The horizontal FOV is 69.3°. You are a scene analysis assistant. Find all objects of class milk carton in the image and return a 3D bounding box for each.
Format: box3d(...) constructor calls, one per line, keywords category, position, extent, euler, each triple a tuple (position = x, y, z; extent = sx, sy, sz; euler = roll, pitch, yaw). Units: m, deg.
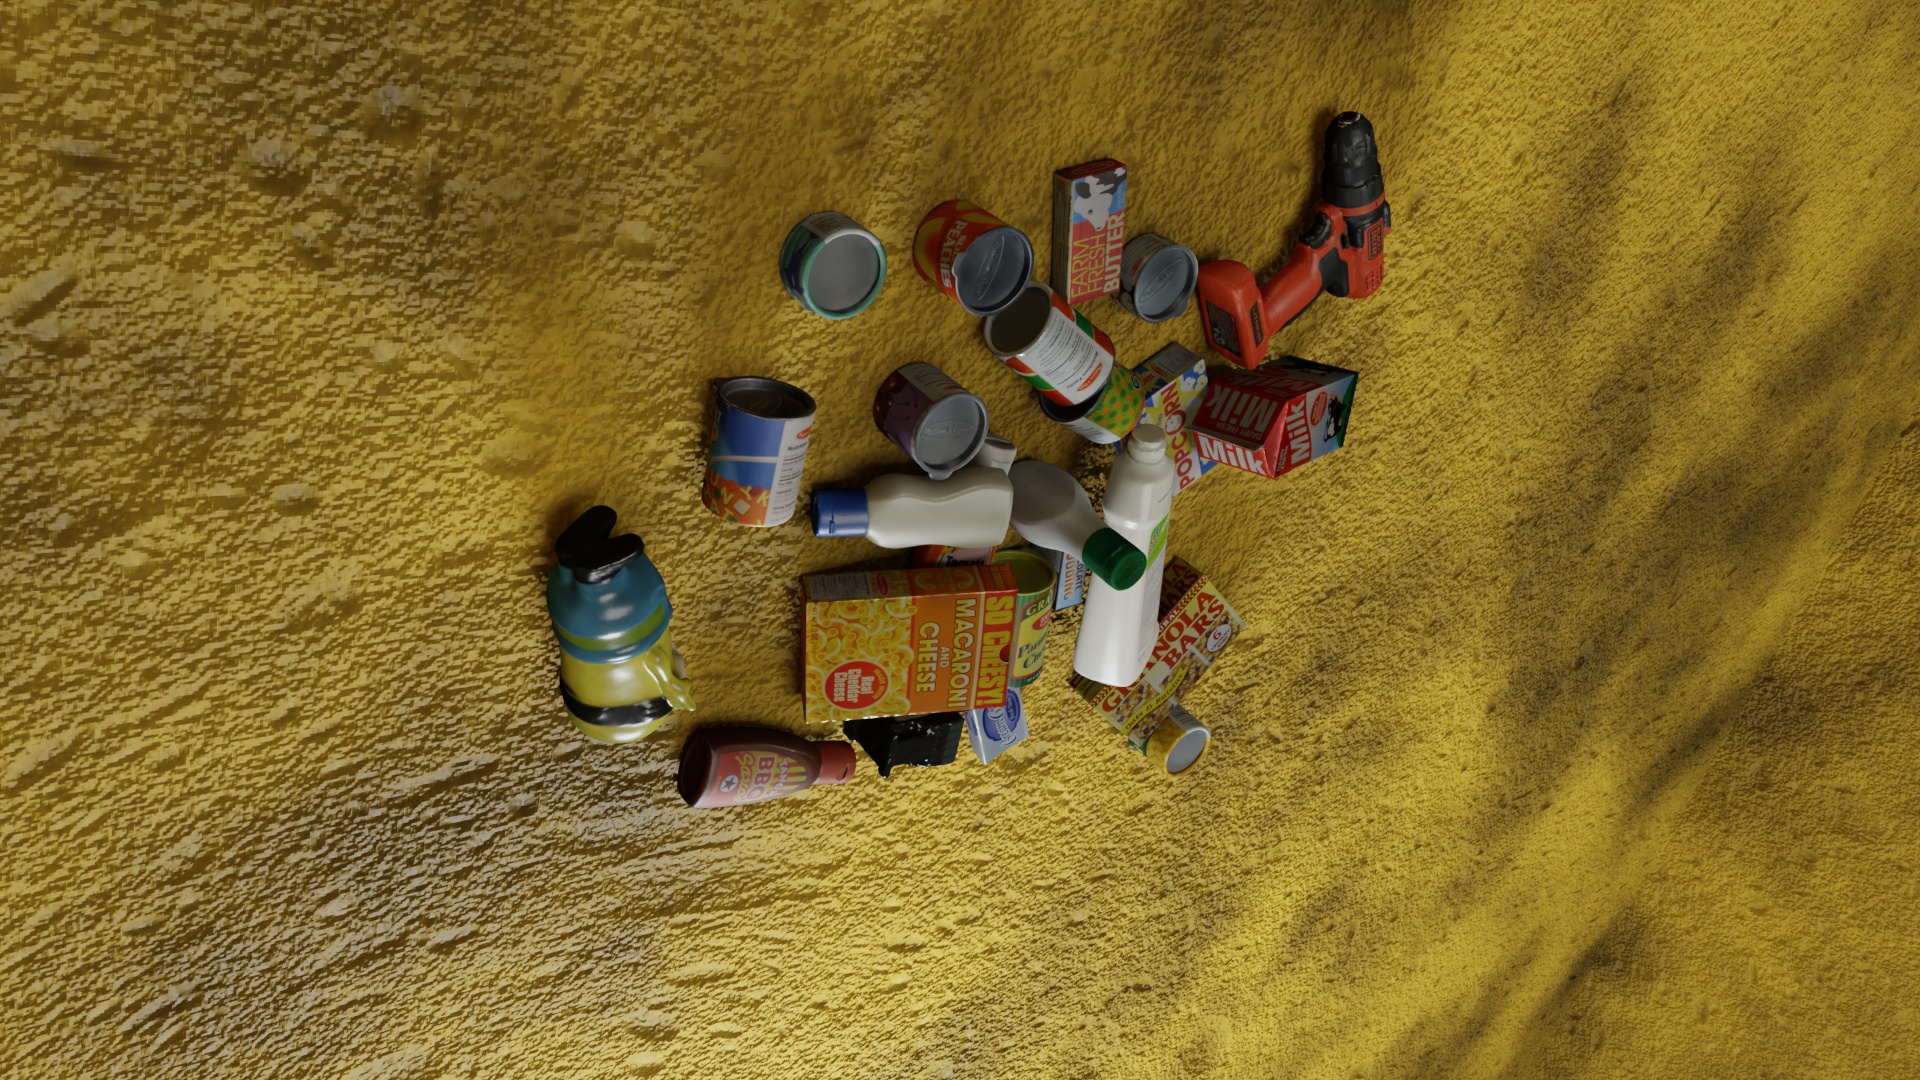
box3d(category="milk carton", position=(0.271, -0.106, 1.211), extent=(0.191, 0.072, 0.073), euler=(-21, 124, -48))

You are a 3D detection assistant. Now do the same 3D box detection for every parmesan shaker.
box3d(category="parmesan shaker", position=(0.045, 0.067, 1.195), extent=(0.071, 0.071, 0.102), euler=(-17, 129, -30))

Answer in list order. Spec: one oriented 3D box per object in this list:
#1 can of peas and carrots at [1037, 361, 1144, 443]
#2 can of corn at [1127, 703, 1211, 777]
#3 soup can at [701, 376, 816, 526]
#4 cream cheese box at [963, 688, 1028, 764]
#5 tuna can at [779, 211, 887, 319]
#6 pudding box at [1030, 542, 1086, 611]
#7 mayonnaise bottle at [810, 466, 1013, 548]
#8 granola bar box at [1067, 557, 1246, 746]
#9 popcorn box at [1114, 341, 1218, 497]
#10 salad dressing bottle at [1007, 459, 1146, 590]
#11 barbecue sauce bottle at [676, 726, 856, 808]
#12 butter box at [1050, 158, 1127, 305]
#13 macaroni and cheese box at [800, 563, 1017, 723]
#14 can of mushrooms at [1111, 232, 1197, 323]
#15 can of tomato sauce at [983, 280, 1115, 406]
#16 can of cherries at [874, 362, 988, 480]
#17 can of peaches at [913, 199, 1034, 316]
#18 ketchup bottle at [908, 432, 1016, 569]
box3d(category="can of peas and carrots", position=(0.106, -0.119, 1.111), extent=(0.058, 0.071, 0.071), euler=(22, 104, -47))
box3d(category="can of corn", position=(0.216, 0.206, 1.442), extent=(0.071, 0.058, 0.070), euler=(-21, 131, -27))
box3d(category="soup can", position=(-0.141, -0.062, 0.948), extent=(0.071, 0.071, 0.083), euler=(-7, 124, -37))
box3d(category="cream cheese box", position=(0.030, 0.155, 1.275), extent=(0.053, 0.024, 0.103), euler=(-30, 134, -20))
box3d(category="tuna can", position=(-0.085, -0.181, 0.930), extent=(0.071, 0.033, 0.070), euler=(-22, 131, -27))
box3d(category="pudding box", position=(0.085, 0.013, 1.199), extent=(0.030, 0.050, 0.083), euler=(-13, 127, -29))
box3d(category="mayonnaise bottle", position=(-0.037, -0.023, 1.047), extent=(0.148, 0.041, 0.064), euler=(-2, 129, -16))
box3d(category="granola bar box", position=(0.195, 0.111, 1.371), extent=(0.165, 0.039, 0.124), euler=(-48, 138, -1))
box3d(category="popcorn box", position=(0.177, -0.097, 1.206), extent=(0.085, 0.038, 0.126), euler=(-35, 136, -15))
box3d(category="salad dressing bottle", position=(0.088, -0.012, 1.111), extent=(0.064, 0.148, 0.043), euler=(-39, 137, -10))
box3d(category="barbecue sauce bottle", position=(-0.153, 0.182, 1.127), extent=(0.149, 0.044, 0.064), euler=(6, 115, -43))
box3d(category="butter box", position=(0.097, -0.233, 1.051), extent=(0.053, 0.024, 0.103), euler=(-22, 131, -26))
box3d(category="macaroni and cheese box", position=(-0.042, 0.083, 1.106), extent=(0.167, 0.040, 0.123), euler=(-3, 125, -11))
box3d(category="can of mushrooms", position=(0.155, -0.209, 1.111), extent=(0.071, 0.033, 0.070), euler=(-22, 131, -28))
box3d(category="can of tomato sauce", position=(0.066, -0.150, 1.054), extent=(0.083, 0.071, 0.071), euler=(31, 97, -45))
box3d(category="can of cherries", position=(-0.023, -0.089, 1.030), extent=(0.072, 0.058, 0.071), euler=(-23, 132, -28))
box3d(category="can of peaches", position=(0.007, -0.200, 0.975), extent=(0.071, 0.058, 0.071), euler=(-21, 131, -26))
box3d(category="ketchup bottle", position=(0.004, -0.014, 1.117), extent=(0.065, 0.044, 0.148), euler=(6, 115, -32))
